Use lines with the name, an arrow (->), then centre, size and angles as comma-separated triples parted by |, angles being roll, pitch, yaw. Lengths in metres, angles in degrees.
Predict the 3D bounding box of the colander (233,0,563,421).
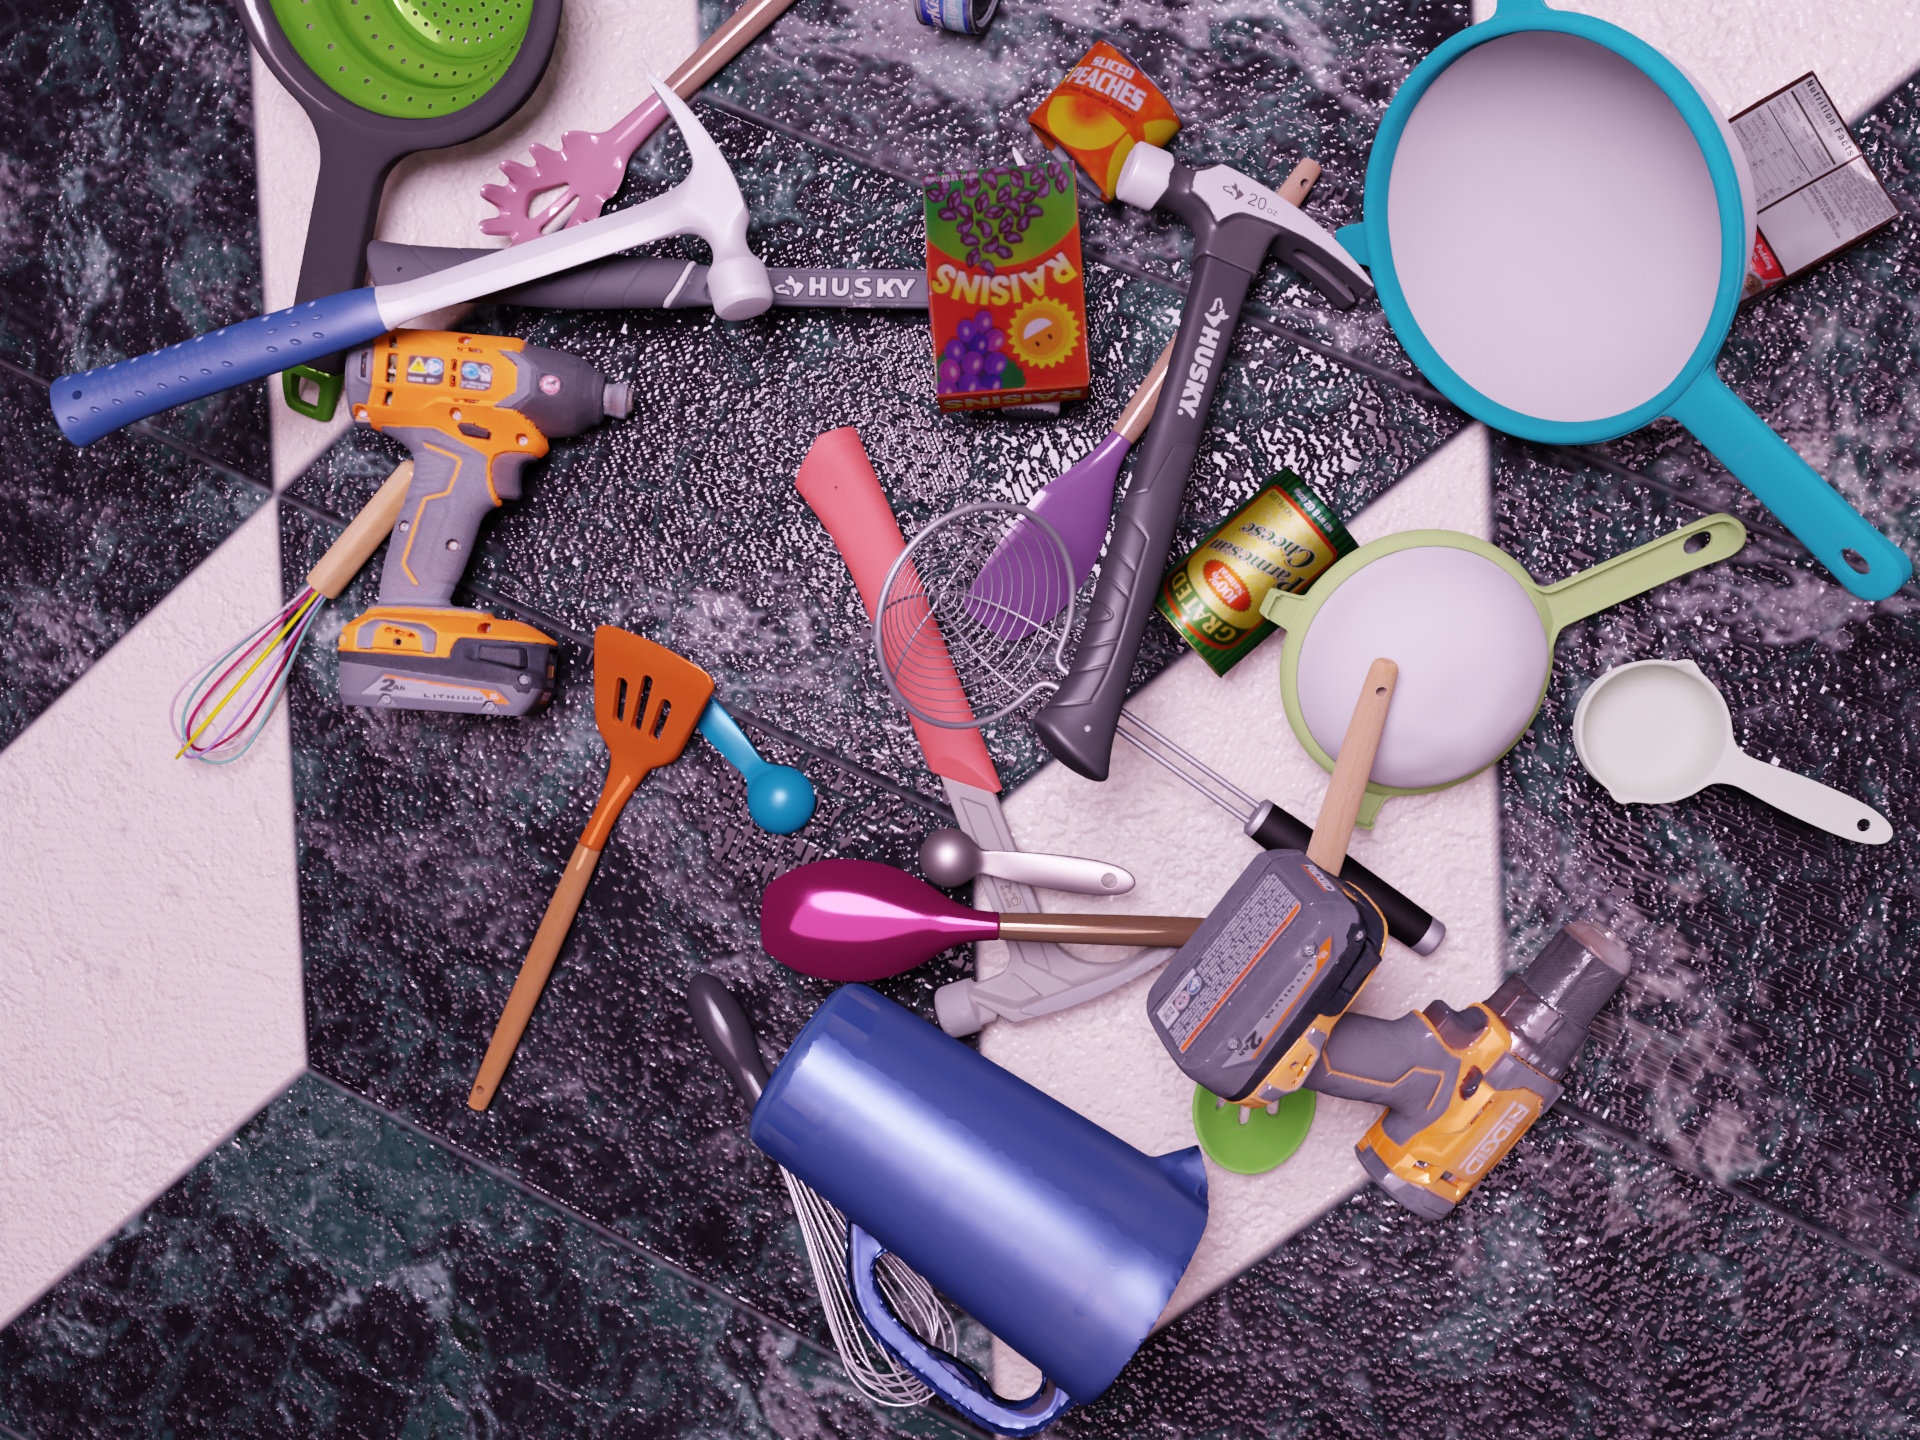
colander -> -0.340, -0.373, 0.959 | 0.204, 0.094, 0.397 | 23, 114, 1

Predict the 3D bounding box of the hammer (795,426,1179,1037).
hammer -> -0.001, -0.003, 0.926 | 0.149, 0.036, 0.359 | -22, 89, 11

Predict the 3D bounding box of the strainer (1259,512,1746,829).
strainer -> 0.297, -0.042, 0.830 | 0.256, 0.069, 0.151 | -24, 109, 6

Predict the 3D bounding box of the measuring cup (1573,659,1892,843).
measuring cup -> 0.409, 0.024, 0.848 | 0.167, 0.038, 0.083 | 25, 97, 7

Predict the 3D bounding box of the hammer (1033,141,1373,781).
hammer -> 0.111, -0.129, 0.836 | 0.146, 0.035, 0.335 | 19, 80, -10

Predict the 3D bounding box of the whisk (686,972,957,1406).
whisk -> -0.090, 0.276, 0.948 | 0.070, 0.070, 0.285 | -32, 81, 11

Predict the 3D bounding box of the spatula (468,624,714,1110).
spatula -> -0.240, 0.099, 0.974 | 0.081, 0.041, 0.322 | 26, 98, 8

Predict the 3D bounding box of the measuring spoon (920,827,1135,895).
measuring spoon -> 0.037, 0.084, 0.896 | 0.124, 0.018, 0.034 | 7, 94, 9

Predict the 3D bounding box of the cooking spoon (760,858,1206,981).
cooking spoon -> 0.047, 0.115, 0.885 | 0.319, 0.017, 0.069 | 2, 87, 1

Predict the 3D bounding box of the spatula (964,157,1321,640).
spatula -> 0.108, -0.181, 0.902 | 0.059, 0.018, 0.316 | 31, 96, -27

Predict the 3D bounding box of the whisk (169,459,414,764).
whisk -> -0.416, -0.065, 1.001 | 0.051, 0.047, 0.245 | 43, 96, 8

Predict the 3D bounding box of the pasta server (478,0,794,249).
pasta server -> -0.157, -0.386, 0.940 | 0.316, 0.040, 0.060 | -39, 98, 9

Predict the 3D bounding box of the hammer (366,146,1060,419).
hammer -> -0.142, -0.257, 0.920 | 0.409, 0.036, 0.149 | 3, 91, 4

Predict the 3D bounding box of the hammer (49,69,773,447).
hammer -> -0.316, -0.240, 0.895 | 0.405, 0.035, 0.144 | -17, 83, 3

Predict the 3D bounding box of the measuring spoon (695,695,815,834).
measuring spoon -> -0.139, 0.017, 0.959 | 0.042, 0.021, 0.128 | -42, 86, 10

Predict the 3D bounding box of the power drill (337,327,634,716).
power drill -> -0.284, -0.117, 0.949 | 0.164, 0.084, 0.226 | 4, 89, -5

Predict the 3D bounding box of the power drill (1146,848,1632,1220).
power drill -> 0.232, 0.149, 0.824 | 0.226, 0.084, 0.185 | 31, 102, -27

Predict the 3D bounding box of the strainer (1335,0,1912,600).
strainer -> 0.351, -0.204, 0.782 | 0.095, 0.211, 0.340 | -30, 74, -27

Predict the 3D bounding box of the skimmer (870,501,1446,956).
skimmer -> 0.116, 0.019, 0.858 | 0.363, 0.090, 0.127 | 35, 88, 0

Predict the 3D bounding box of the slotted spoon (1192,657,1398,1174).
slotted spoon -> 0.186, 0.111, 0.854 | 0.070, 0.031, 0.313 | 9, 114, -3
